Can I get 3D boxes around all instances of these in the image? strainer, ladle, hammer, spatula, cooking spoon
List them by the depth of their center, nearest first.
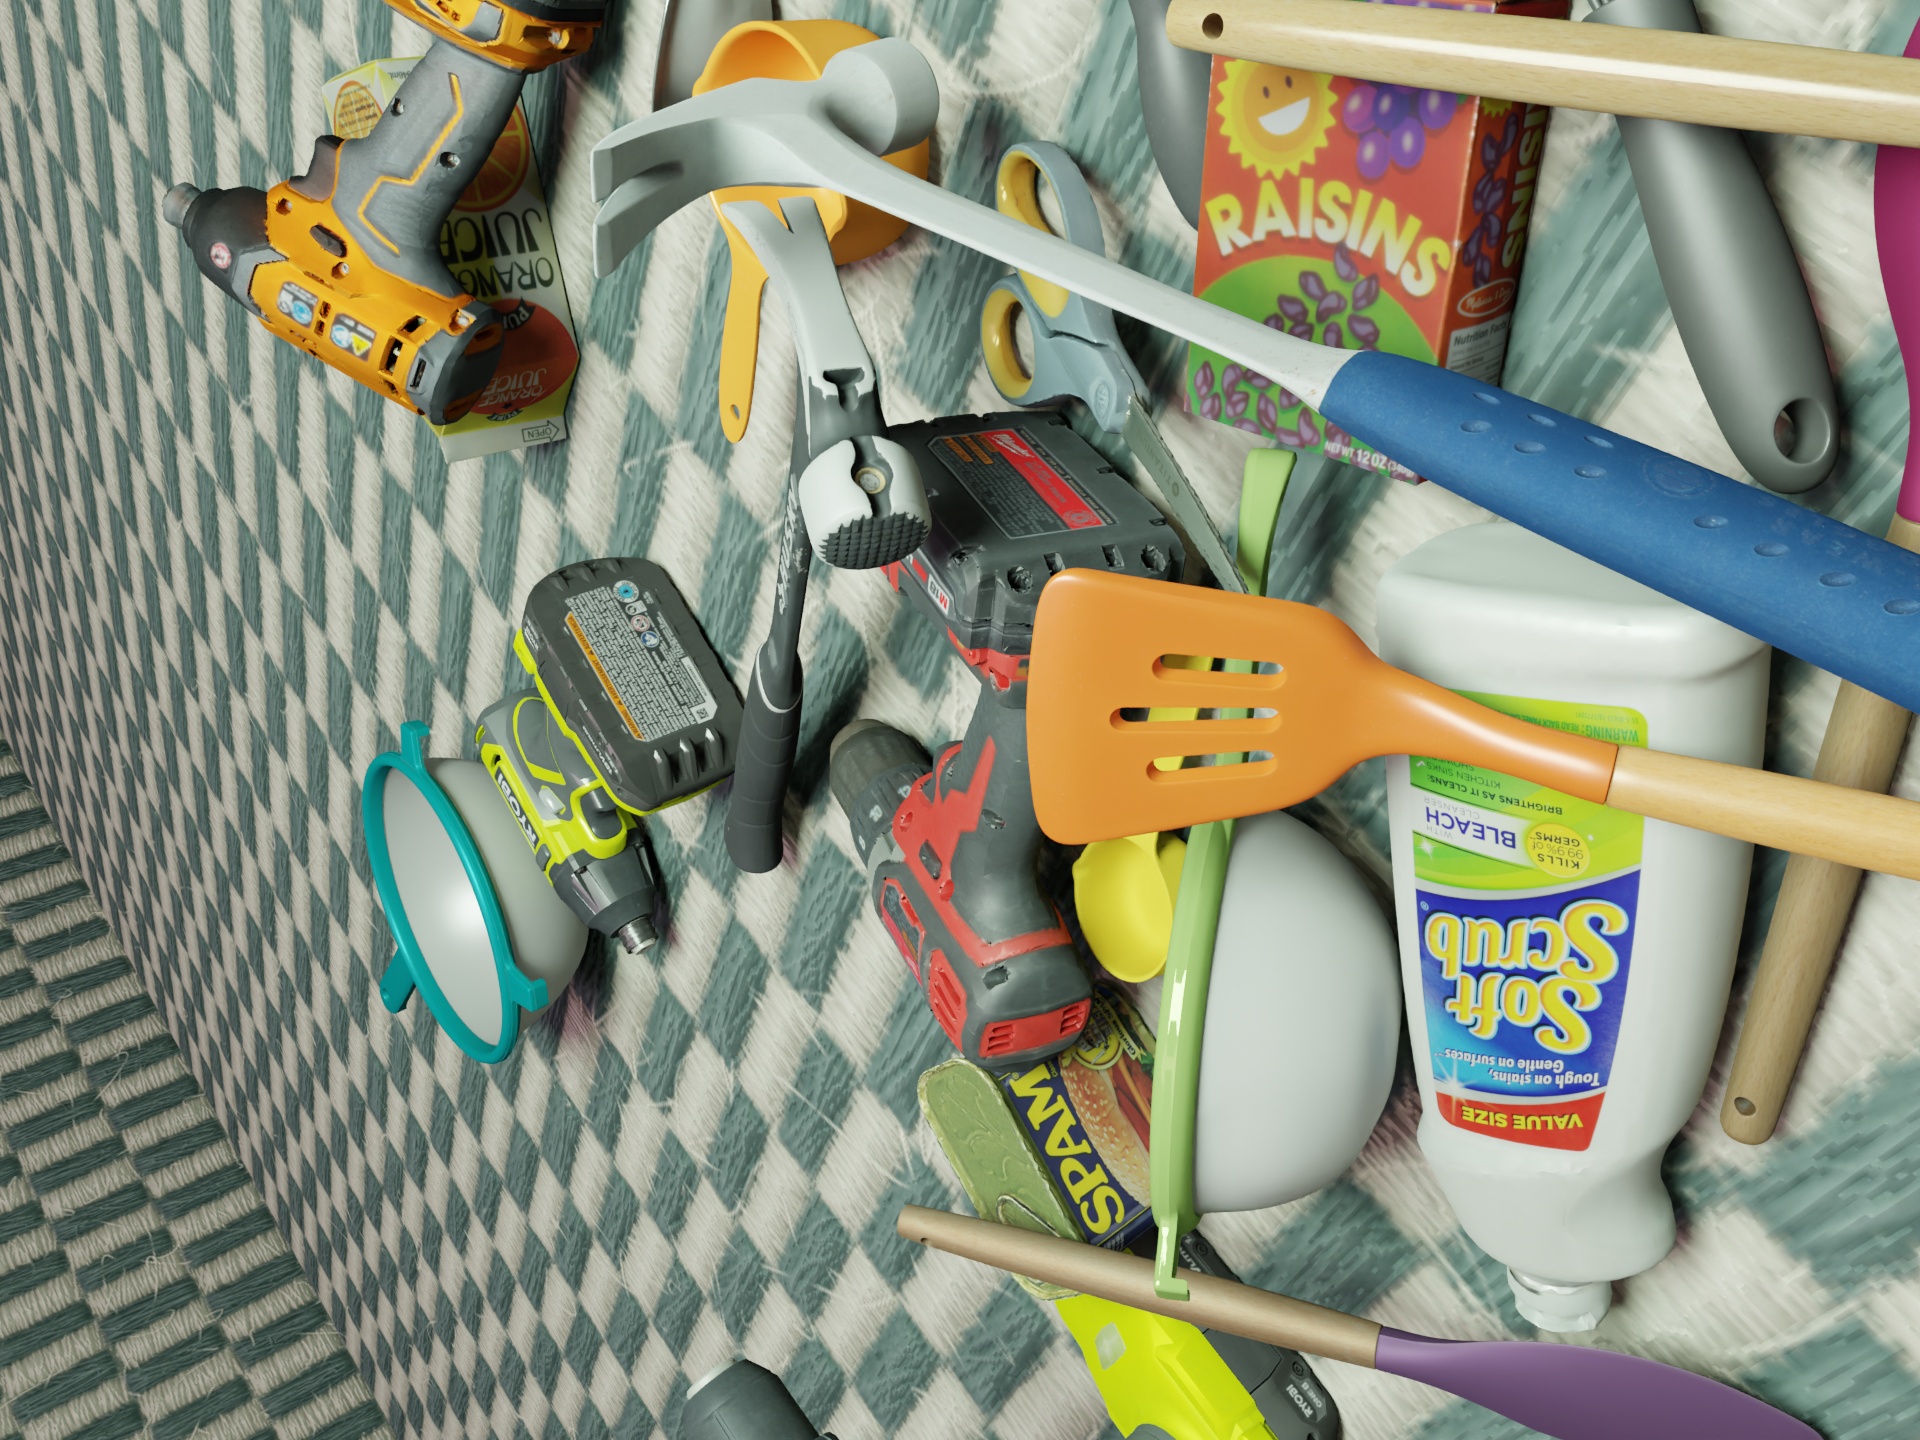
[{"bbox_3d":[0.176,-0.119,0.307,0.320,0.062,0.078,21,123,29],"label":"ladle"},{"bbox_3d":[0.171,0.023,0.358,0.323,0.041,0.081,13,124,21],"label":"spatula"},{"bbox_3d":[0.224,-0.024,0.379,0.069,0.017,0.318,27,128,41],"label":"cooking spoon"},{"bbox_3d":[0.081,-0.083,0.386,0.406,0.144,0.035,31,135,25],"label":"hammer"},{"bbox_3d":[0.109,0.045,0.499,0.069,0.151,0.256,8,109,15],"label":"strainer"},{"bbox_3d":[0.118,0.207,0.547,0.316,0.018,0.059,6,129,27],"label":"spatula"},{"bbox_3d":[-0.088,-0.312,0.561,0.050,0.087,0.258,11,143,-2],"label":"strainer"},{"bbox_3d":[-0.075,-0.032,0.650,0.408,0.036,0.149,111,146,-61],"label":"hammer"},{"bbox_3d":[-0.332,0.134,1.091,0.211,0.095,0.340,62,145,10],"label":"strainer"}]

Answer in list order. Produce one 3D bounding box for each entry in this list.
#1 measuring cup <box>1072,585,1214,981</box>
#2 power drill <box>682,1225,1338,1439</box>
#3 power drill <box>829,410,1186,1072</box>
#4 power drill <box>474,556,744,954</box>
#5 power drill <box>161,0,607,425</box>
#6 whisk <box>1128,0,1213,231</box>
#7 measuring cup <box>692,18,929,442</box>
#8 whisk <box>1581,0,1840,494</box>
[{"bbox_3d":[0.080,0.024,0.584,0.062,0.029,0.156,38,124,47],"label":"measuring cup"},{"bbox_3d":[0.020,0.293,0.625,0.191,0.228,0.080,49,140,21],"label":"power drill"},{"bbox_3d":[-0.001,-0.002,0.609,0.188,0.080,0.226,-126,33,-46],"label":"power drill"},{"bbox_3d":[-0.198,0.026,0.884,0.171,0.080,0.223,58,146,13],"label":"power drill"},{"bbox_3d":[-0.261,-0.266,0.705,0.164,0.084,0.226,29,117,-1],"label":"power drill"},{"bbox_3d":[0.036,-0.266,0.423,0.070,0.070,0.284,11,131,48],"label":"whisk"},{"bbox_3d":[-0.061,-0.184,0.618,0.095,0.052,0.173,45,140,26],"label":"measuring cup"},{"bbox_3d":[0.157,-0.165,0.364,0.055,0.055,0.239,-14,101,53],"label":"whisk"}]
